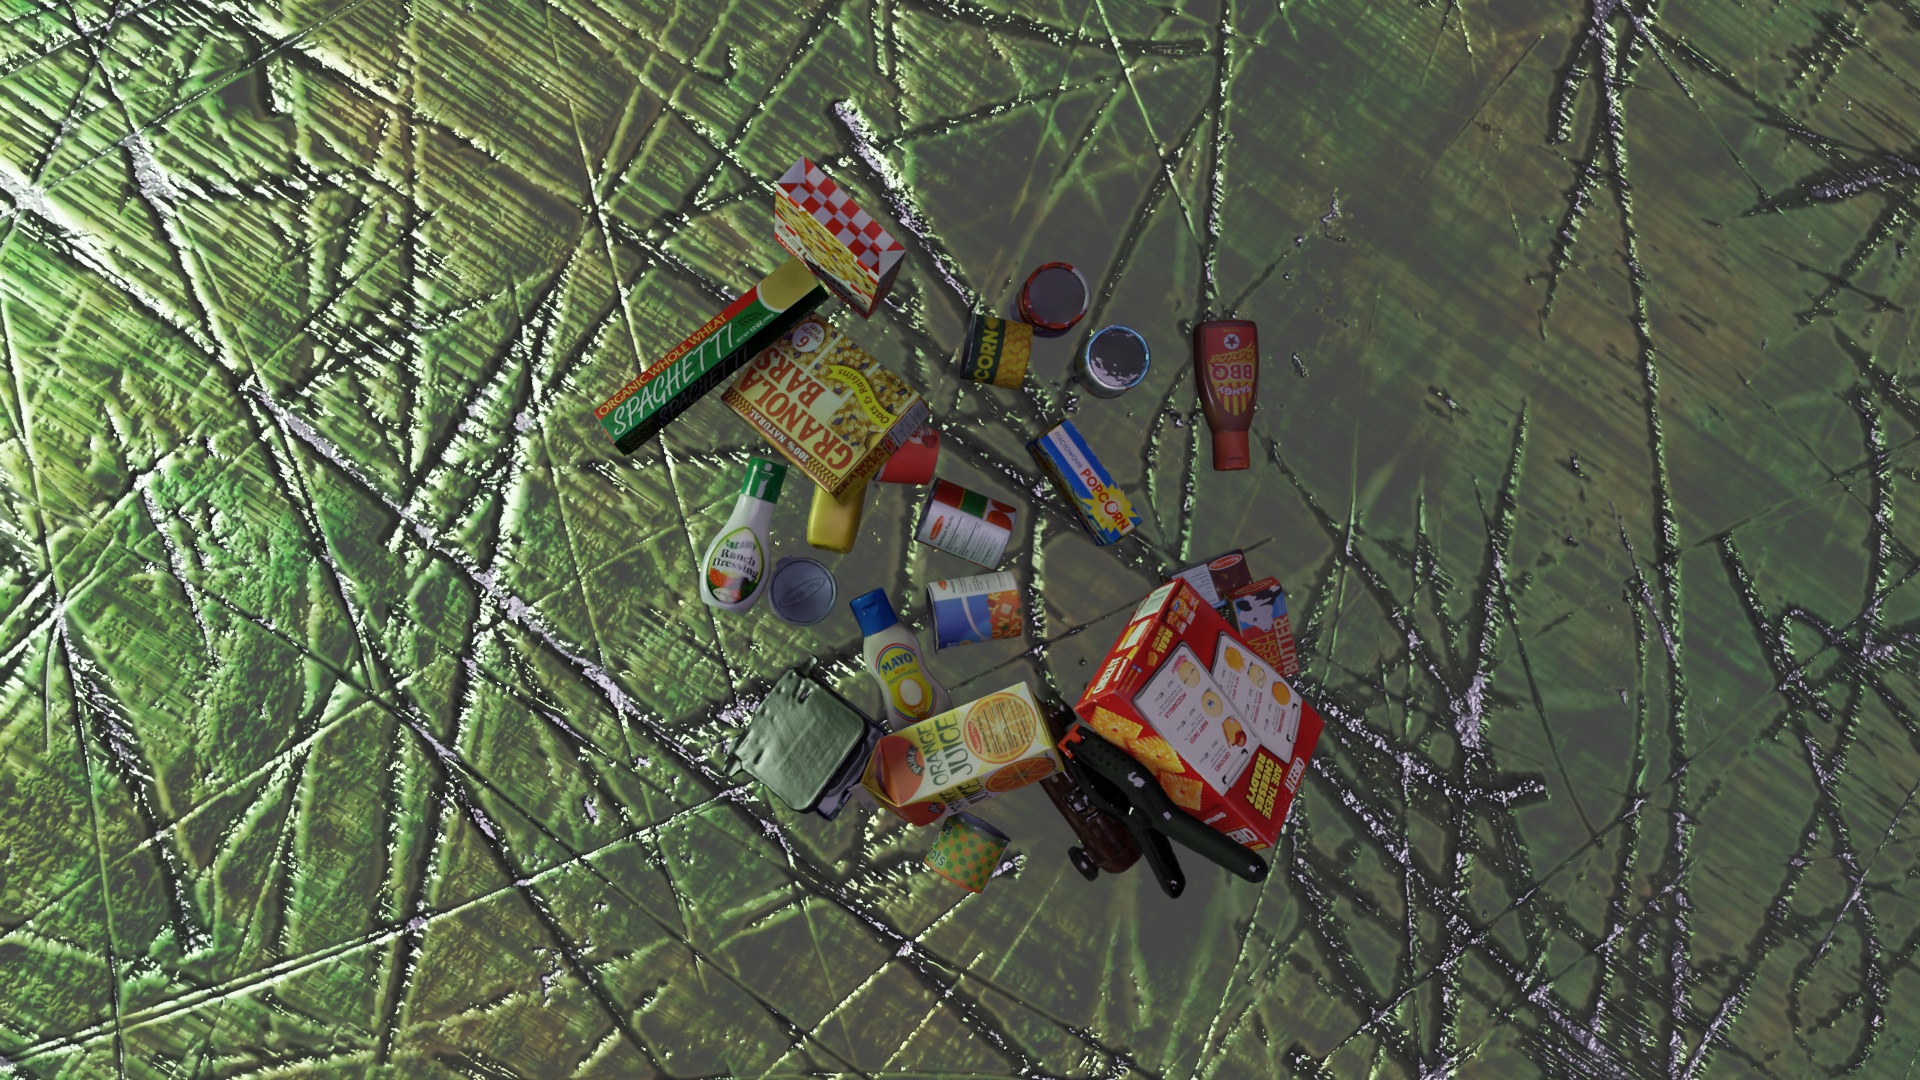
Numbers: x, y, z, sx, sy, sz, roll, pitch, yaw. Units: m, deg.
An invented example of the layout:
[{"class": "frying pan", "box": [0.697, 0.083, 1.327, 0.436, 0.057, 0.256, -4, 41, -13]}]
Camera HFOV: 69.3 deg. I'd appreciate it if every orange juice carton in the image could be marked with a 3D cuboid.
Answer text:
[{"class": "orange juice carton", "box": [-0.008, 0.209, 1.302, 0.193, 0.071, 0.073, -22, 60, 4]}]

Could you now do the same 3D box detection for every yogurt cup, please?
[{"class": "yogurt cup", "box": [-0.053, -0.085, 1.343, 0.054, 0.072, 0.072, 11, 87, -14]}]

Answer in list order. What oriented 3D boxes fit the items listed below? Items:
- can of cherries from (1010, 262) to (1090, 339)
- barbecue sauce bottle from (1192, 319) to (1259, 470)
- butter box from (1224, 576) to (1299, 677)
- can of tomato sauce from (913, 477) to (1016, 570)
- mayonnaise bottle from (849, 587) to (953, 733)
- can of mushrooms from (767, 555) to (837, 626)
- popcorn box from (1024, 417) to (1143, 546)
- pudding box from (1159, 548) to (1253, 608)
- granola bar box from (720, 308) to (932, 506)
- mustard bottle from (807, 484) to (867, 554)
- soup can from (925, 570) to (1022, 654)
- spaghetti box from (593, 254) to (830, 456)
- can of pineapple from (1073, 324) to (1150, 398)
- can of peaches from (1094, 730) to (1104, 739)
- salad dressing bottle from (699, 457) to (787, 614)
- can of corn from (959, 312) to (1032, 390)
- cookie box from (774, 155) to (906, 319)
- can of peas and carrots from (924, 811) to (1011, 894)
[{"class": "can of cherries", "box": [0.088, -0.235, 1.366, 0.071, 0.058, 0.071, 0, 88, -7]}, {"class": "barbecue sauce bottle", "box": [0.268, -0.145, 1.392, 0.065, 0.043, 0.148, -2, 89, -8]}, {"class": "butter box", "box": [0.300, 0.091, 1.381, 0.053, 0.024, 0.103, -20, 111, -6]}, {"class": "can of tomato sauce", "box": [0.005, -0.017, 1.347, 0.083, 0.071, 0.071, 21, 86, -6]}, {"class": "mayonnaise bottle", "box": [-0.061, 0.119, 1.345, 0.065, 0.041, 0.148, -25, 92, -3]}, {"class": "can of mushrooms", "box": [-0.153, 0.047, 1.341, 0.071, 0.033, 0.071, 0, 89, -6]}, {"class": "popcorn box", "box": [0.118, -0.056, 1.350, 0.038, 0.085, 0.126, -36, 92, -7]}, {"class": "pudding box", "box": [0.247, 0.045, 1.390, 0.084, 0.030, 0.049, -19, 89, -7]}, {"class": "granola bar box", "box": [-0.128, -0.129, 1.309, 0.166, 0.039, 0.124, 39, 84, 27]}, {"class": "mustard bottle", "box": [-0.112, -0.069, 1.337, 0.049, 0.065, 0.160, 10, 80, 0]}, {"class": "soup can", "box": [0.012, 0.070, 1.344, 0.084, 0.071, 0.071, -8, 89, -7]}, {"class": "spaghetti box", "box": [-0.238, -0.176, 1.322, 0.250, 0.028, 0.050, -38, 60, -3]}, {"class": "can of pineapple", "box": [0.150, -0.178, 1.372, 0.071, 0.058, 0.071, 0, 88, -7]}, {"class": "can of peaches", "box": [0.174, 0.192, 1.359, 0.071, 0.071, 0.058, -37, 92, -6]}, {"class": "salad dressing bottle", "box": [-0.205, -0.005, 1.331, 0.064, 0.044, 0.147, 17, 86, -4]}, {"class": "can of corn", "box": [0.035, -0.183, 1.352, 0.058, 0.071, 0.071, 11, 87, -7]}, {"class": "cookie box", "box": [-0.116, -0.275, 1.290, 0.123, 0.167, 0.040, 42, 82, -4]}, {"class": "can of peas and carrots", "box": [0.005, 0.297, 1.334, 0.071, 0.071, 0.059, 28, 86, -5]}]
